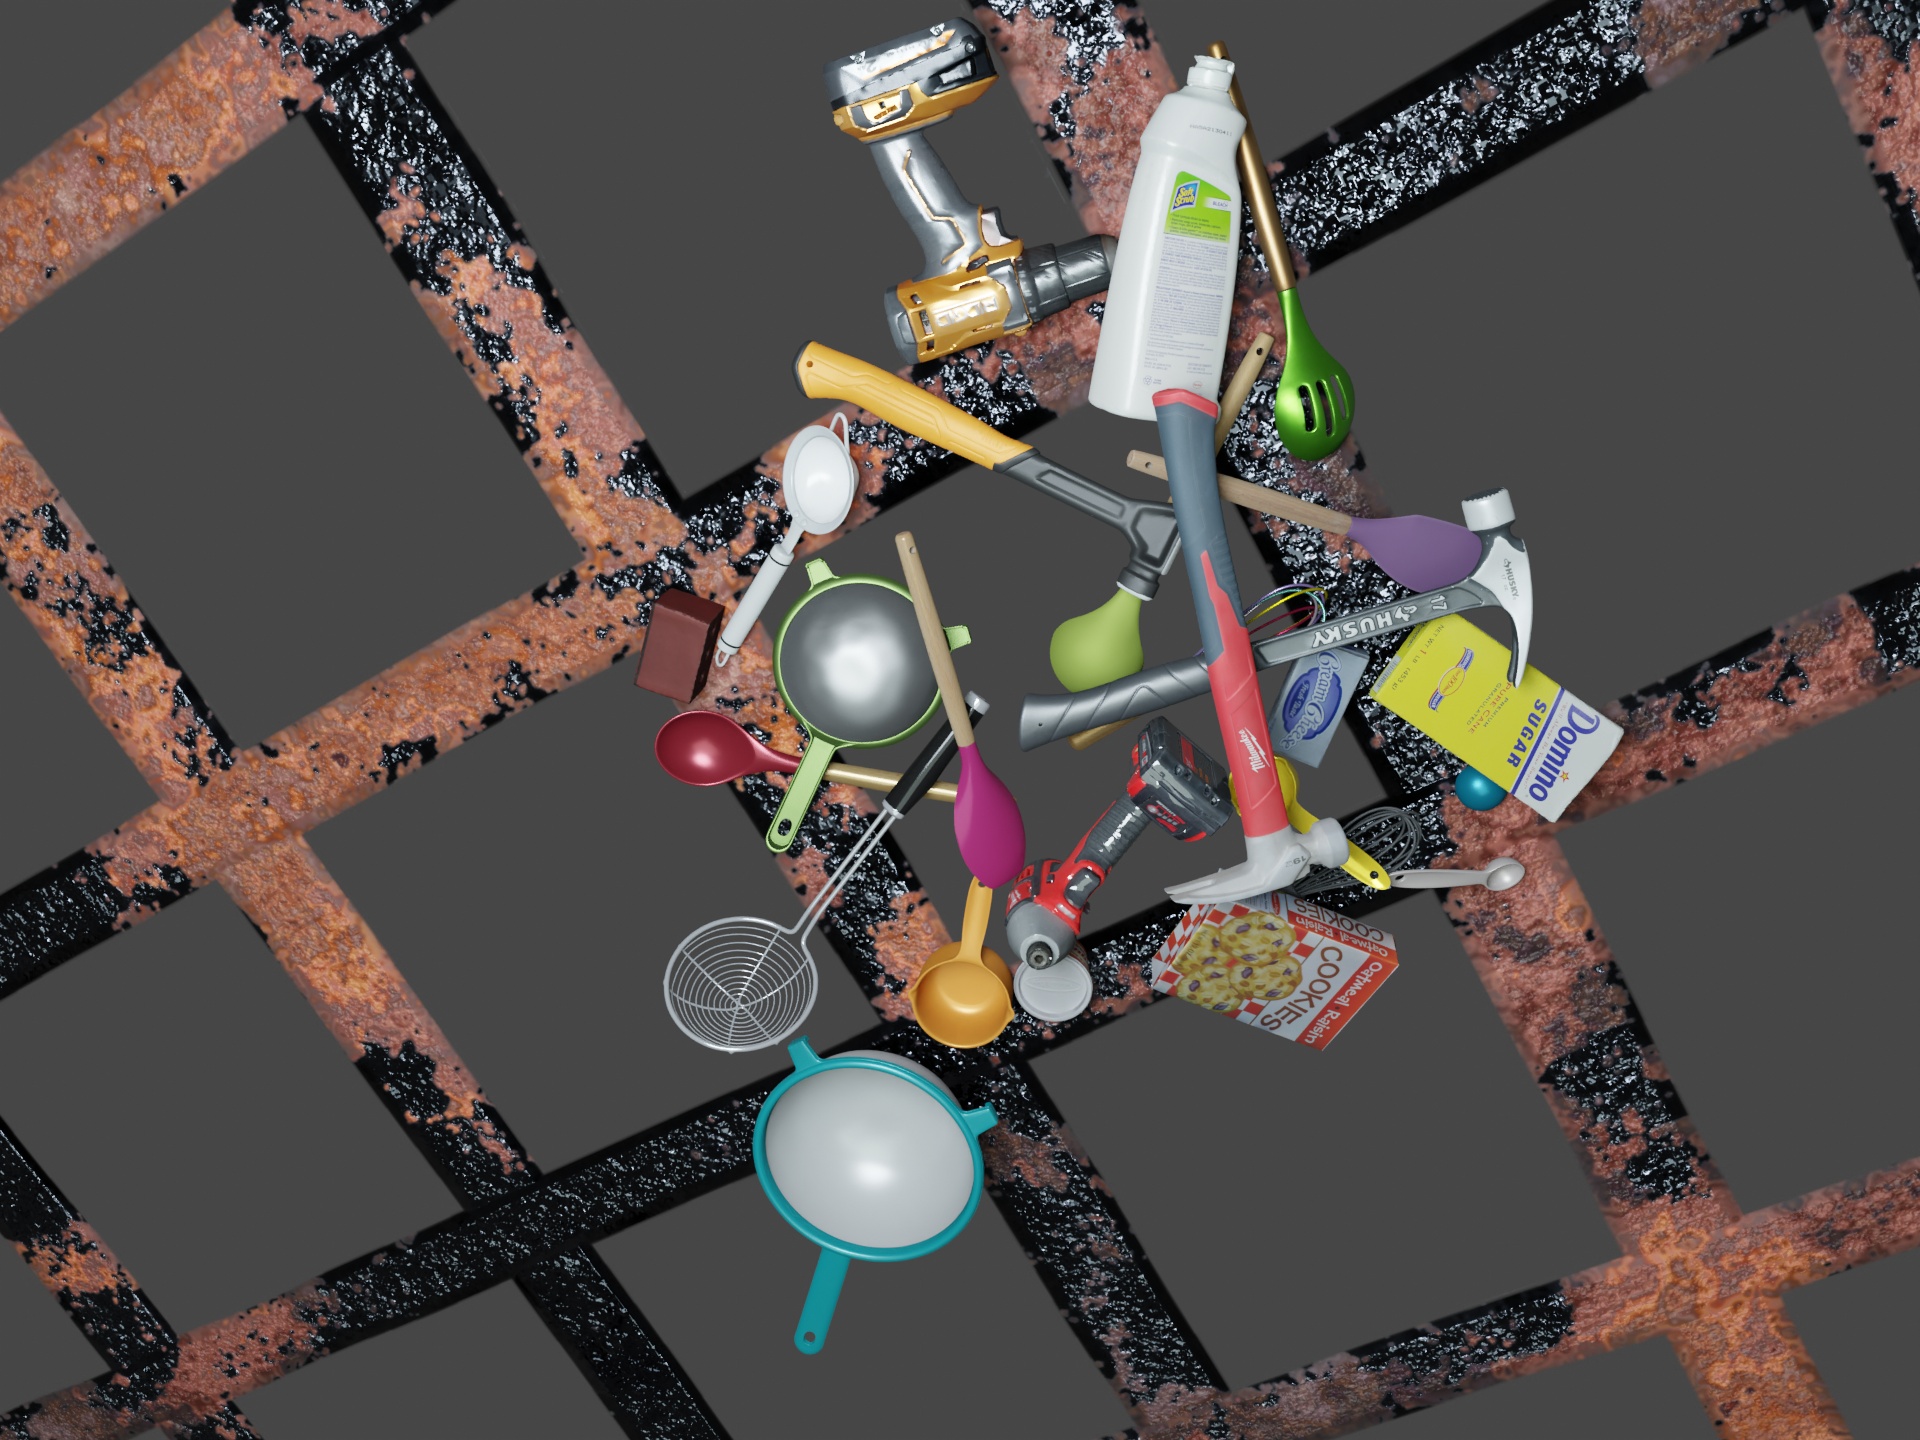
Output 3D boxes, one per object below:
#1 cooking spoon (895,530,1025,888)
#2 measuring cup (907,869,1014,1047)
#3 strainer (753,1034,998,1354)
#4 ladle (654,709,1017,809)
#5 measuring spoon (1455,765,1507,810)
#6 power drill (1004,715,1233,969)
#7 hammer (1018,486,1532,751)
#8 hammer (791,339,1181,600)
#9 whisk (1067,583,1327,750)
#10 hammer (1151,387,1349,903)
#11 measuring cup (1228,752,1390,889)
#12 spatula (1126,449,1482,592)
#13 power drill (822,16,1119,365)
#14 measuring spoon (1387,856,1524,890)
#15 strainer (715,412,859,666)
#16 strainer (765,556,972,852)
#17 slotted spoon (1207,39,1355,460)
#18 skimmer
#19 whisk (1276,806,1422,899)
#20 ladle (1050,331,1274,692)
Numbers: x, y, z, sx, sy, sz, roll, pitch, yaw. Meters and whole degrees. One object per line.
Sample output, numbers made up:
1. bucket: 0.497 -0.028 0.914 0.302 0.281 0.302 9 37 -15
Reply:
1. cooking spoon: -0.002 -0.004 1.303 0.017 0.069 0.318 12 125 53
2. measuring cup: 0.010 0.201 1.400 0.095 0.052 0.173 11 109 4
3. strainer: -0.093 0.435 1.476 0.211 0.095 0.340 19 113 4
4. ladle: -0.107 0.044 1.374 0.315 0.031 0.069 10 106 3
5. measuring spoon: 0.466 0.040 1.290 0.128 0.021 0.042 -24 105 17
6. power drill: 0.119 0.111 1.304 0.078 0.143 0.219 40 108 -7
7. hammer: 0.237 -0.047 1.230 0.409 0.036 0.149 -17 101 10
8. hammer: 0.025 -0.220 1.235 0.337 0.034 0.127 26 102 7
9. whisk: 0.192 -0.039 1.295 0.245 0.047 0.051 -32 90 22
10. hammer: 0.183 -0.052 1.181 0.143 0.038 0.386 -16 104 -5
11. measuring cup: 0.290 0.084 1.306 0.156 0.029 0.062 39 111 12
12. spatula: 0.271 -0.153 1.210 0.315 0.018 0.059 15 113 -16
13. power drill: 0.012 -0.394 1.175 0.185 0.084 0.226 -15 111 11
14. measuring spoon: 0.406 0.125 1.315 0.124 0.018 0.034 0 133 -11
15. strainer: -0.142 -0.143 1.306 0.087 0.050 0.258 50 121 28
16. strainer: -0.107 0.004 1.318 0.151 0.069 0.256 25 102 -3
17. slotted spoon: 0.234 -0.345 1.183 0.070 0.031 0.313 -22 103 -12
18. skimmer: -0.104 0.119 1.326 0.127 0.090 0.363 40 96 22
19. whisk: 0.284 0.142 1.344 0.239 0.055 0.055 -34 101 23
20. ladle: 0.164 -0.159 1.261 0.078 0.062 0.320 26 104 -3
